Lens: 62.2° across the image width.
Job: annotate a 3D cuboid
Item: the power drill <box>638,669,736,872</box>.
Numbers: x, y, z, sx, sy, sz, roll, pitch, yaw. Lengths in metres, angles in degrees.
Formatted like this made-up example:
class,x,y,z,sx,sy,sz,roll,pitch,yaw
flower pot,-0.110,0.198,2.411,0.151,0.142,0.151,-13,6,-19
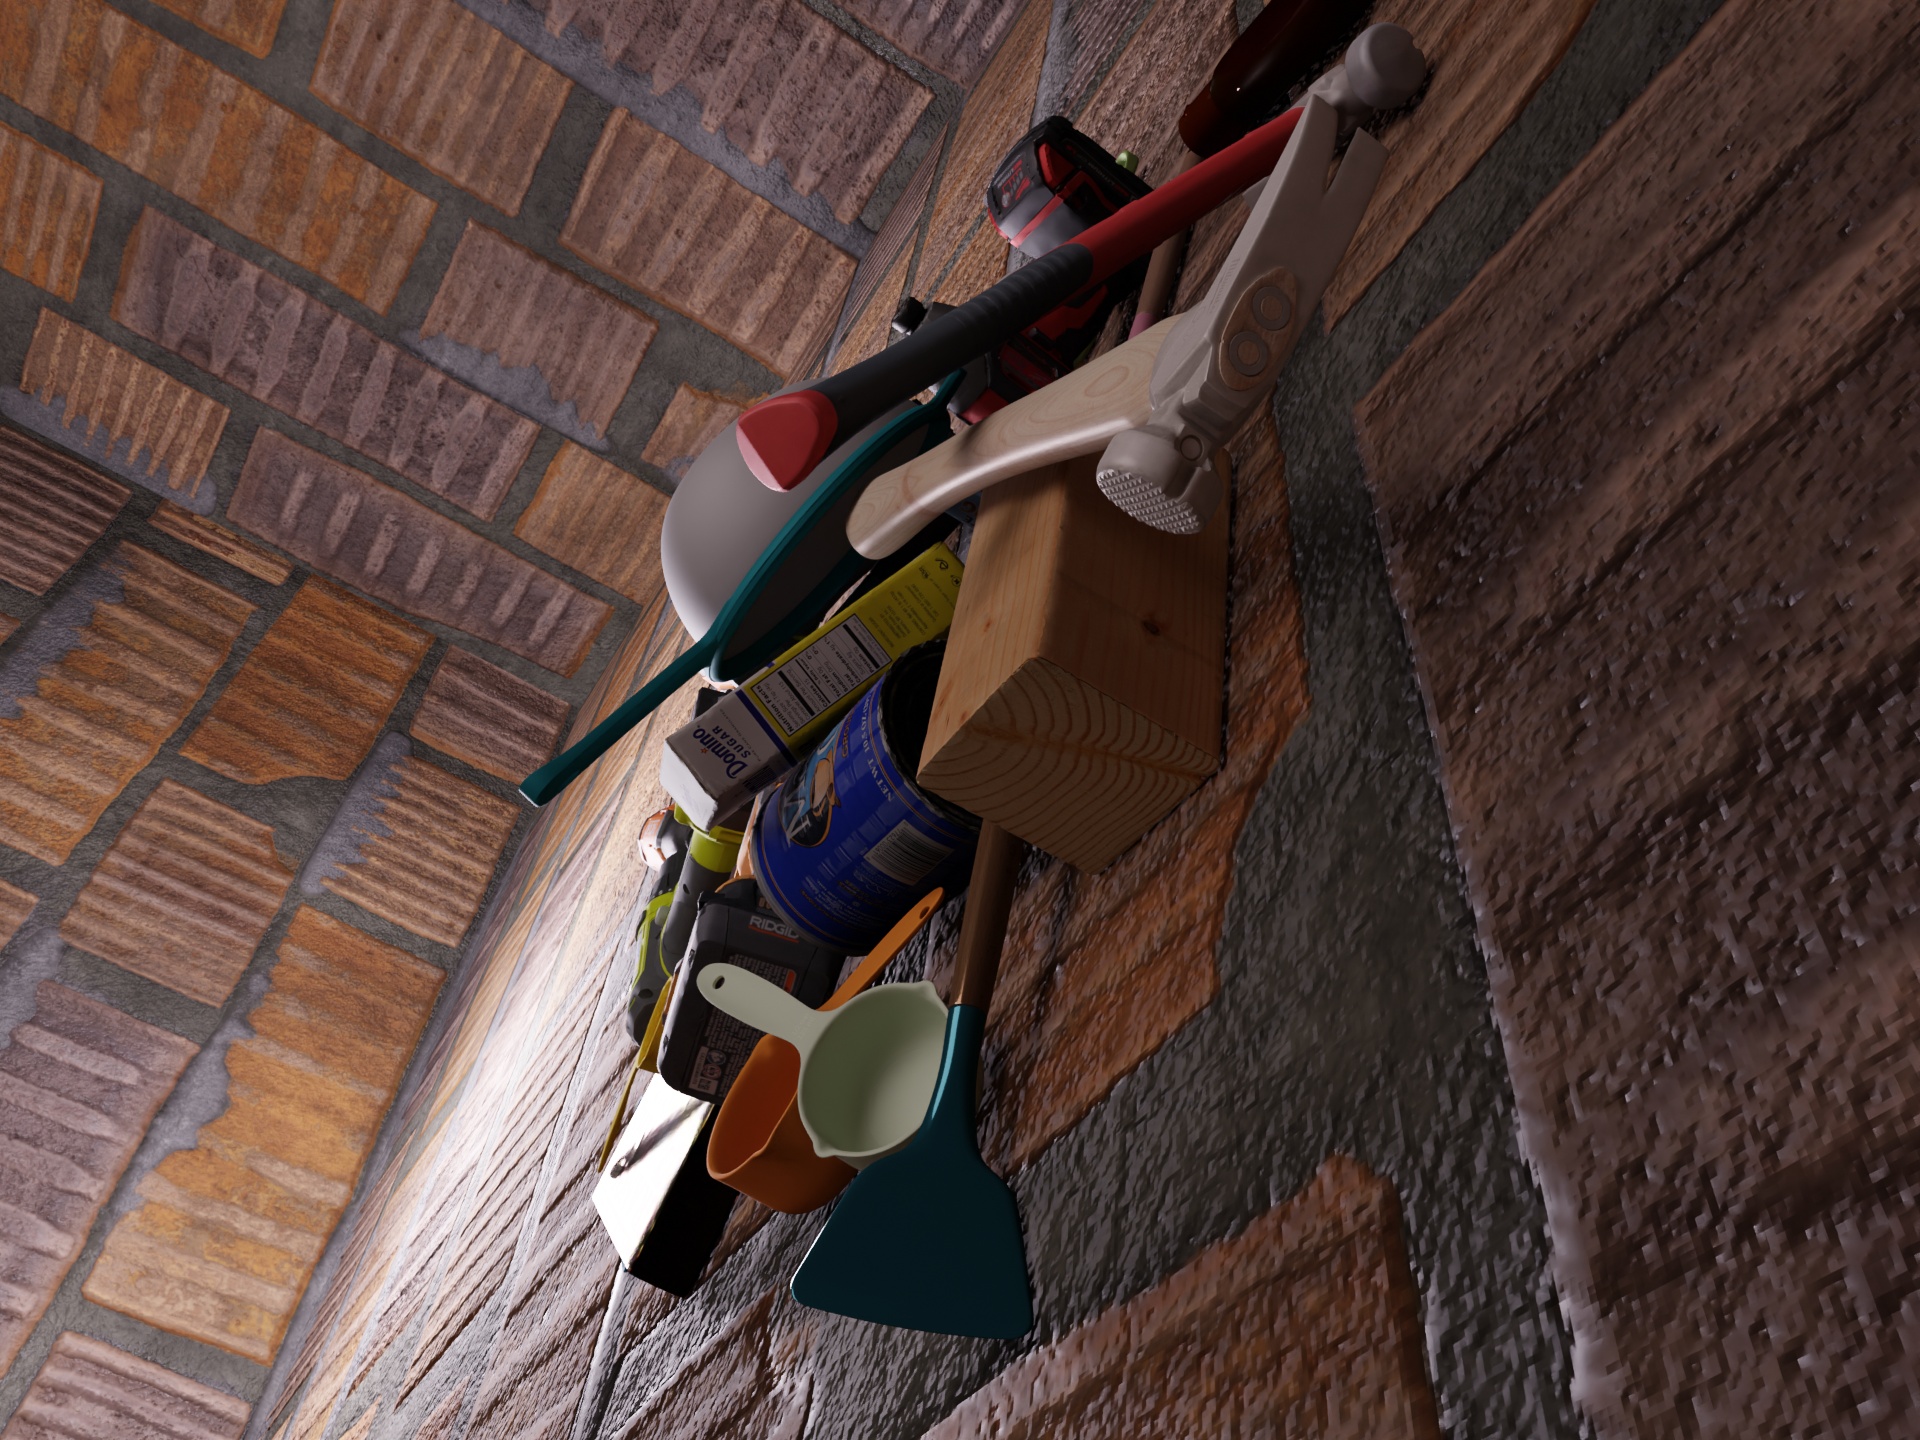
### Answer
class,x,y,z,sx,sy,sz,roll,pitch,yaw
power drill,-0.205,0.028,1.384,0.164,0.084,0.226,-11,56,68

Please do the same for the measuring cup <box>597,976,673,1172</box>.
class,x,y,z,sx,sy,sz,roll,pitch,yaw
measuring cup,-0.189,0.224,0.970,0.062,0.029,0.156,-90,22,-61

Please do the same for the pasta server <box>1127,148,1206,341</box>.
class,x,y,z,sx,sy,sz,roll,pitch,yaw
pasta server,0.114,-0.266,0.971,0.060,0.040,0.316,-25,36,45

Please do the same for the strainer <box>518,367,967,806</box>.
class,x,y,z,sx,sy,sz,roll,pitch,yaw
strainer,-0.146,-0.090,0.908,0.340,0.095,0.211,-46,-4,-30

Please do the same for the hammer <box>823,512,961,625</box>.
class,x,y,z,sx,sy,sz,roll,pitch,yaw
hammer,-0.044,-0.098,1.031,0.331,0.033,0.128,-49,1,-14

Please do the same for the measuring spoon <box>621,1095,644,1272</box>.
class,x,y,z,sx,sy,sz,roll,pitch,yaw
measuring spoon,-0.207,0.305,1.045,0.129,0.021,0.042,-98,27,-50

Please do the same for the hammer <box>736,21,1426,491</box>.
class,x,y,z,sx,sy,sz,roll,pitch,yaw
hammer,0.052,-0.210,0.750,0.386,0.038,0.143,-36,6,-24

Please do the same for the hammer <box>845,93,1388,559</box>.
class,x,y,z,sx,sy,sz,roll,pitch,yaw
hammer,0.029,-0.127,0.672,0.146,0.038,0.411,-62,17,-10

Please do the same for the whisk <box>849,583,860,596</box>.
class,x,y,z,sx,sy,sz,roll,pitch,yaw
whisk,-0.083,-0.047,1.203,0.058,0.059,0.246,-17,26,12

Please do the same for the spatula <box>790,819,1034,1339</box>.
class,x,y,z,sx,sy,sz,roll,pitch,yaw
spatula,0.009,0.089,0.634,0.044,0.082,0.318,87,-168,-52

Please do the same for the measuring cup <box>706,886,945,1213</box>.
class,x,y,z,sx,sy,sz,roll,pitch,yaw
measuring cup,-0.047,0.155,0.741,0.173,0.052,0.095,-50,18,8

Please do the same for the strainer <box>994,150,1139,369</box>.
class,x,y,z,sx,sy,sz,roll,pitch,yaw
strainer,0.064,-0.328,1.166,0.151,0.069,0.256,-23,42,65

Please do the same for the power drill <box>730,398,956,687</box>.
class,x,y,z,sx,sy,sz,roll,pitch,yaw
power drill,-0.085,-0.130,1.195,0.223,0.080,0.171,-44,14,20

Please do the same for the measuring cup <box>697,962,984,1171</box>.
class,x,y,z,sx,sy,sz,roll,pitch,yaw
measuring cup,-0.057,0.142,0.690,0.168,0.038,0.083,16,66,45

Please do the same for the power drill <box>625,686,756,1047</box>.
class,x,y,z,sx,sy,sz,roll,pitch,yaw
power drill,-0.179,0.095,1.123,0.191,0.080,0.228,-99,27,-58

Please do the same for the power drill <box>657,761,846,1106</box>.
class,x,y,z,sx,sy,sz,roll,pitch,yaw
power drill,-0.097,0.082,0.892,0.226,0.084,0.185,-83,12,-61

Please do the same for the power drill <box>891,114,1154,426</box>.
class,x,y,z,sx,sy,sz,roll,pitch,yaw
power drill,0.045,-0.269,1.003,0.078,0.143,0.220,-32,31,53
